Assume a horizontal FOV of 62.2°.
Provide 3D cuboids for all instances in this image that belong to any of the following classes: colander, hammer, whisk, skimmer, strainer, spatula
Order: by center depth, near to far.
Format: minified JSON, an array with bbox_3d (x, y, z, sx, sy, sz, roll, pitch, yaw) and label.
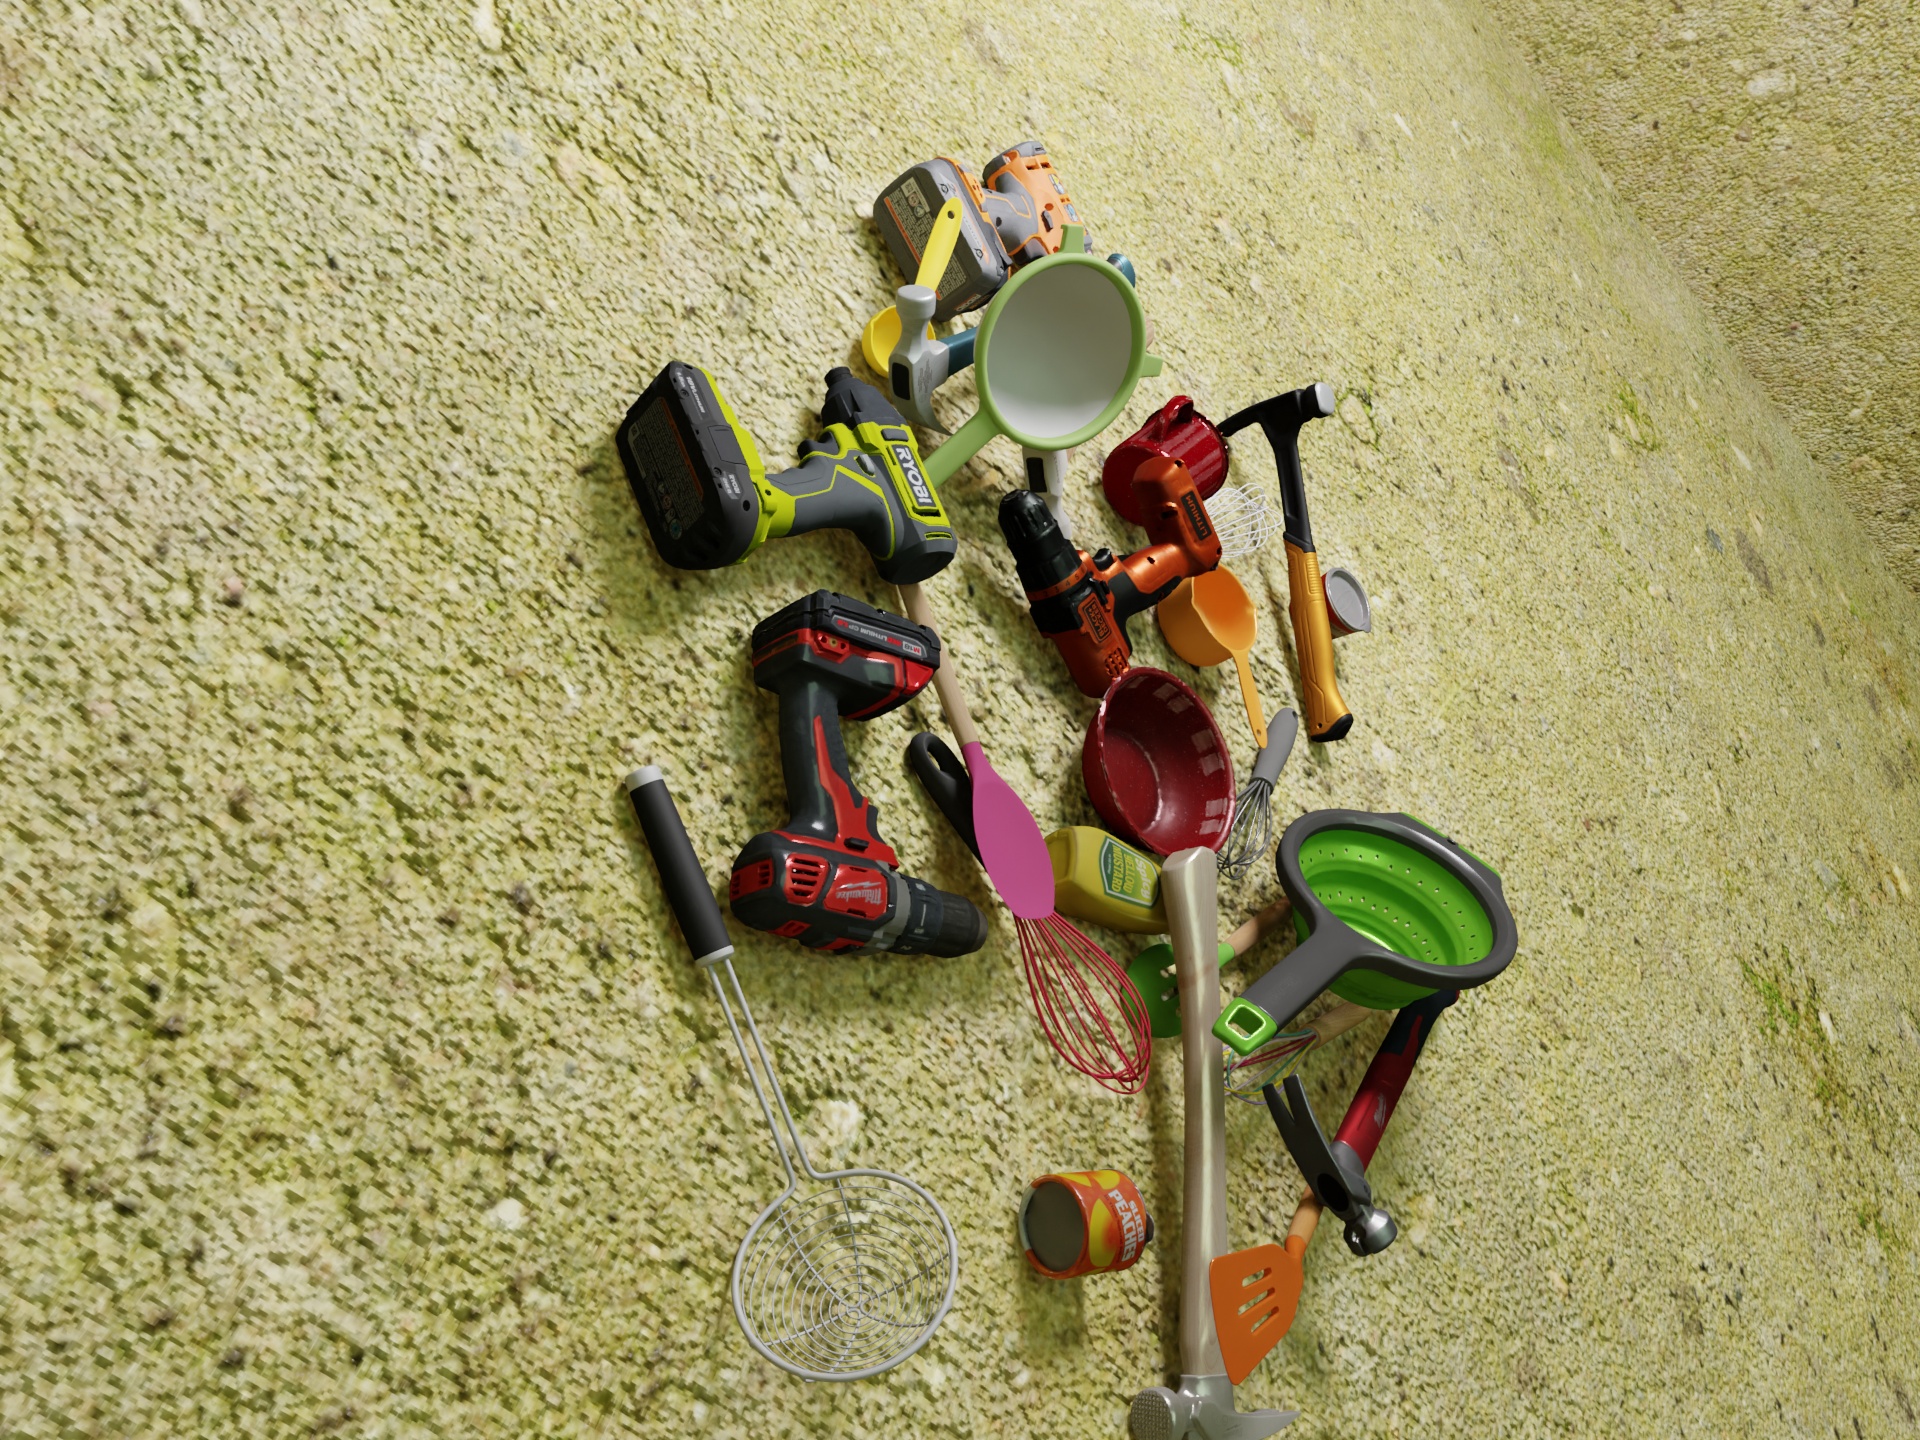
[{"bbox_3d":[-0.116,0.188,0.905,0.127,0.090,0.363,-21,81,-14],"label":"skimmer"},{"bbox_3d":[0.048,0.134,1.124,0.073,0.073,0.296,-28,84,-48],"label":"whisk"},{"bbox_3d":[0.234,0.366,1.137,0.322,0.041,0.081,-10,89,-69],"label":"spatula"},{"bbox_3d":[0.181,0.296,1.145,0.146,0.038,0.411,18,66,-40],"label":"hammer"},{"bbox_3d":[0.027,-0.253,1.228,0.151,0.256,0.069,49,-3,-37],"label":"strainer"},{"bbox_3d":[0.296,0.194,1.259,0.205,0.094,0.397,36,36,24],"label":"colander"},{"bbox_3d":[0.270,0.259,1.289,0.245,0.047,0.051,-9,88,-51],"label":"whisk"},{"bbox_3d":[0.050,-0.328,1.307,0.033,0.128,0.331,26,40,26],"label":"hammer"},{"bbox_3d":[0.350,0.272,1.315,0.143,0.038,0.386,59,33,-1],"label":"hammer"},{"bbox_3d":[0.259,0.055,1.382,0.055,0.055,0.239,50,39,-13],"label":"whisk"},{"bbox_3d":[0.117,-0.287,1.401,0.331,0.031,0.130,-59,145,-50],"label":"hammer"},{"bbox_3d":[0.200,-0.158,1.425,0.284,0.070,0.070,-26,89,-44],"label":"whisk"},{"bbox_3d":[0.320,-0.144,1.520,0.034,0.127,0.337,1,79,-46],"label":"hammer"}]

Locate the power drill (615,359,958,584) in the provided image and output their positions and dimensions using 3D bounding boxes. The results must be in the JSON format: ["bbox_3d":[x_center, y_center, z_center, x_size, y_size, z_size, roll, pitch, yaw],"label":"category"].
[{"bbox_3d":[-0.117,-0.177,1.101,0.223,0.080,0.171,-7,67,-47],"label":"power drill"}]

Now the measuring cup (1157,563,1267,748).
[{"bbox_3d":[0.225,-0.051,1.397,0.095,0.052,0.174,-1,72,-45],"label":"measuring cup"}]

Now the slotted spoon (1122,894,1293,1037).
[{"bbox_3d":[0.229,0.178,1.300,0.313,0.031,0.070,-21,90,-49],"label":"slotted spoon"}]

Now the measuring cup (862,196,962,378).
[{"bbox_3d":[-0.034,-0.343,1.264,0.062,0.029,0.156,25,80,-27],"label":"measuring cup"}]

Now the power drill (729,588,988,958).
[{"bbox_3d":[-0.060,0.046,1.049,0.187,0.080,0.227,19,60,-37],"label":"power drill"}]

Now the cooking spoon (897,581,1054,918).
[{"bbox_3d":[-0.002,-0.004,1.136,0.068,0.017,0.319,3,59,-45],"label":"cooking spoon"}]

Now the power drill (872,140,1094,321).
[{"bbox_3d":[0.039,-0.414,1.381,0.226,0.084,0.164,-33,95,-52],"label":"power drill"}]
